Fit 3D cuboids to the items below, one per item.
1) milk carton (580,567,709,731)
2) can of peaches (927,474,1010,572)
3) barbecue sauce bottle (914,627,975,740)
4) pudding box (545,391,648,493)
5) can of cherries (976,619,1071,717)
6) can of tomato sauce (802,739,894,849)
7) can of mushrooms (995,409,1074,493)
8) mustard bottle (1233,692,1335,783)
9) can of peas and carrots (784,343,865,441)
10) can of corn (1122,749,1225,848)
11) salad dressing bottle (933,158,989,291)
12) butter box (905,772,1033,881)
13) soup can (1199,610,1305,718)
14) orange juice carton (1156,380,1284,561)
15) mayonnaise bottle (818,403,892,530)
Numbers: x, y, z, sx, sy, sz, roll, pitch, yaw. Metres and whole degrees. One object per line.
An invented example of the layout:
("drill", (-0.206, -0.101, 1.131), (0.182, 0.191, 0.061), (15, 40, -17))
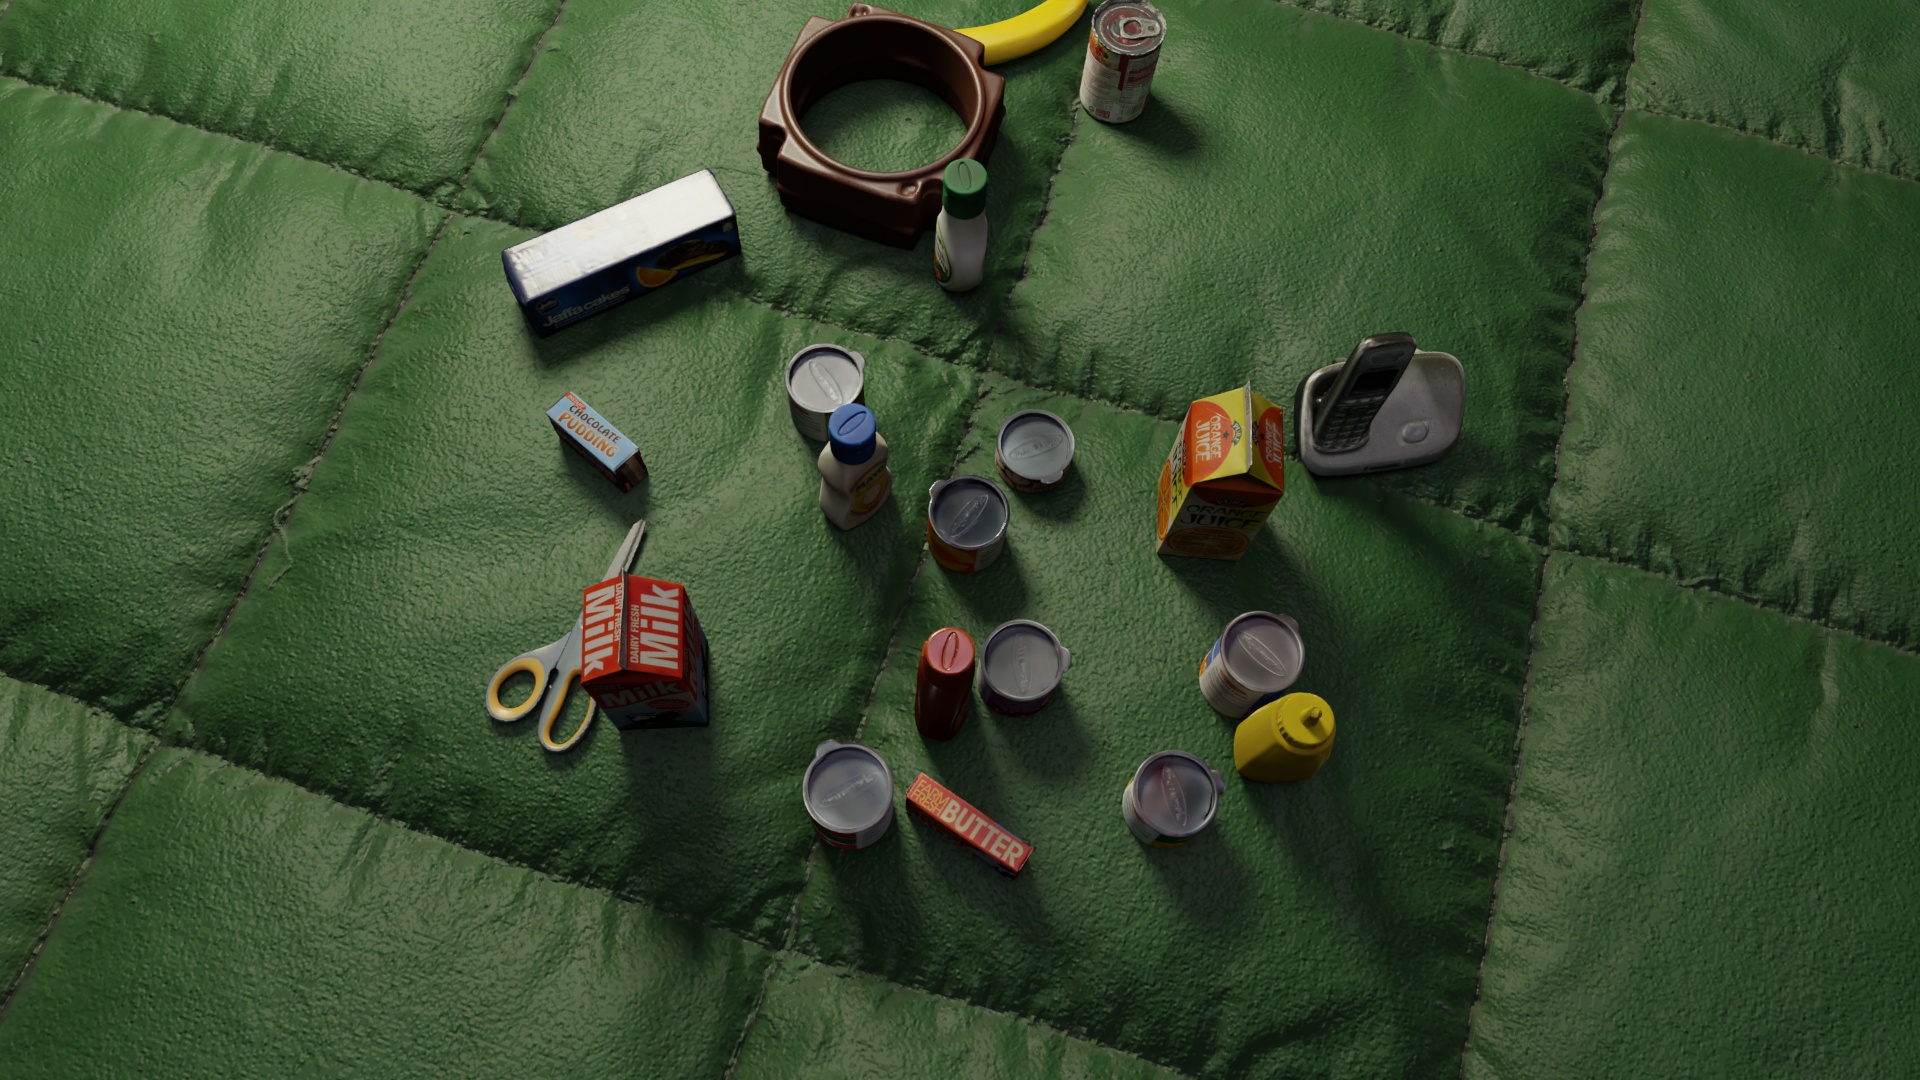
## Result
("milk carton", (-0.233, 0.084, 1.024), (0.073, 0.189, 0.072), (-3, 69, -4))
("can of peaches", (0.004, -0.014, 1.148), (0.071, 0.058, 0.071), (1, 68, -2))
("barbecue sauce bottle", (-0.011, 0.105, 1.050), (0.044, 0.148, 0.065), (13, 68, 2))
("pudding box", (-0.304, -0.082, 1.163), (0.084, 0.049, 0.030), (39, 72, 12))
("can of cherries", (0.049, 0.103, 1.102), (0.071, 0.058, 0.072), (1, 68, -2))
("can of tomato sauce", (-0.085, 0.192, 1.046), (0.071, 0.082, 0.071), (1, 68, -2))
("can of mushrooms", (0.064, -0.074, 1.188), (0.071, 0.033, 0.071), (1, 68, -3))
("mustard bottle", (0.249, 0.145, 1.041), (0.065, 0.159, 0.049), (3, 68, -2))
("can of peas and carrots", (-0.113, -0.127, 1.187), (0.071, 0.058, 0.071), (1, 68, -2))
("can of corn", (0.163, 0.200, 1.069), (0.071, 0.058, 0.071), (1, 68, -2))
("salad dressing bottle", (0.001, -0.272, 1.204), (0.044, 0.147, 0.064), (-10, 69, -7))
("butter box", (0.005, 0.219, 1.056), (0.103, 0.053, 0.024), (33, 70, 10))
("soup can", (0.231, 0.098, 1.100), (0.071, 0.083, 0.071), (1, 68, -2))
("orange juice carton", (0.207, -0.052, 1.101), (0.073, 0.192, 0.072), (5, 68, -1))
("mayonnaise bottle", (-0.085, -0.061, 1.113), (0.065, 0.147, 0.041), (-42, 76, -17))
